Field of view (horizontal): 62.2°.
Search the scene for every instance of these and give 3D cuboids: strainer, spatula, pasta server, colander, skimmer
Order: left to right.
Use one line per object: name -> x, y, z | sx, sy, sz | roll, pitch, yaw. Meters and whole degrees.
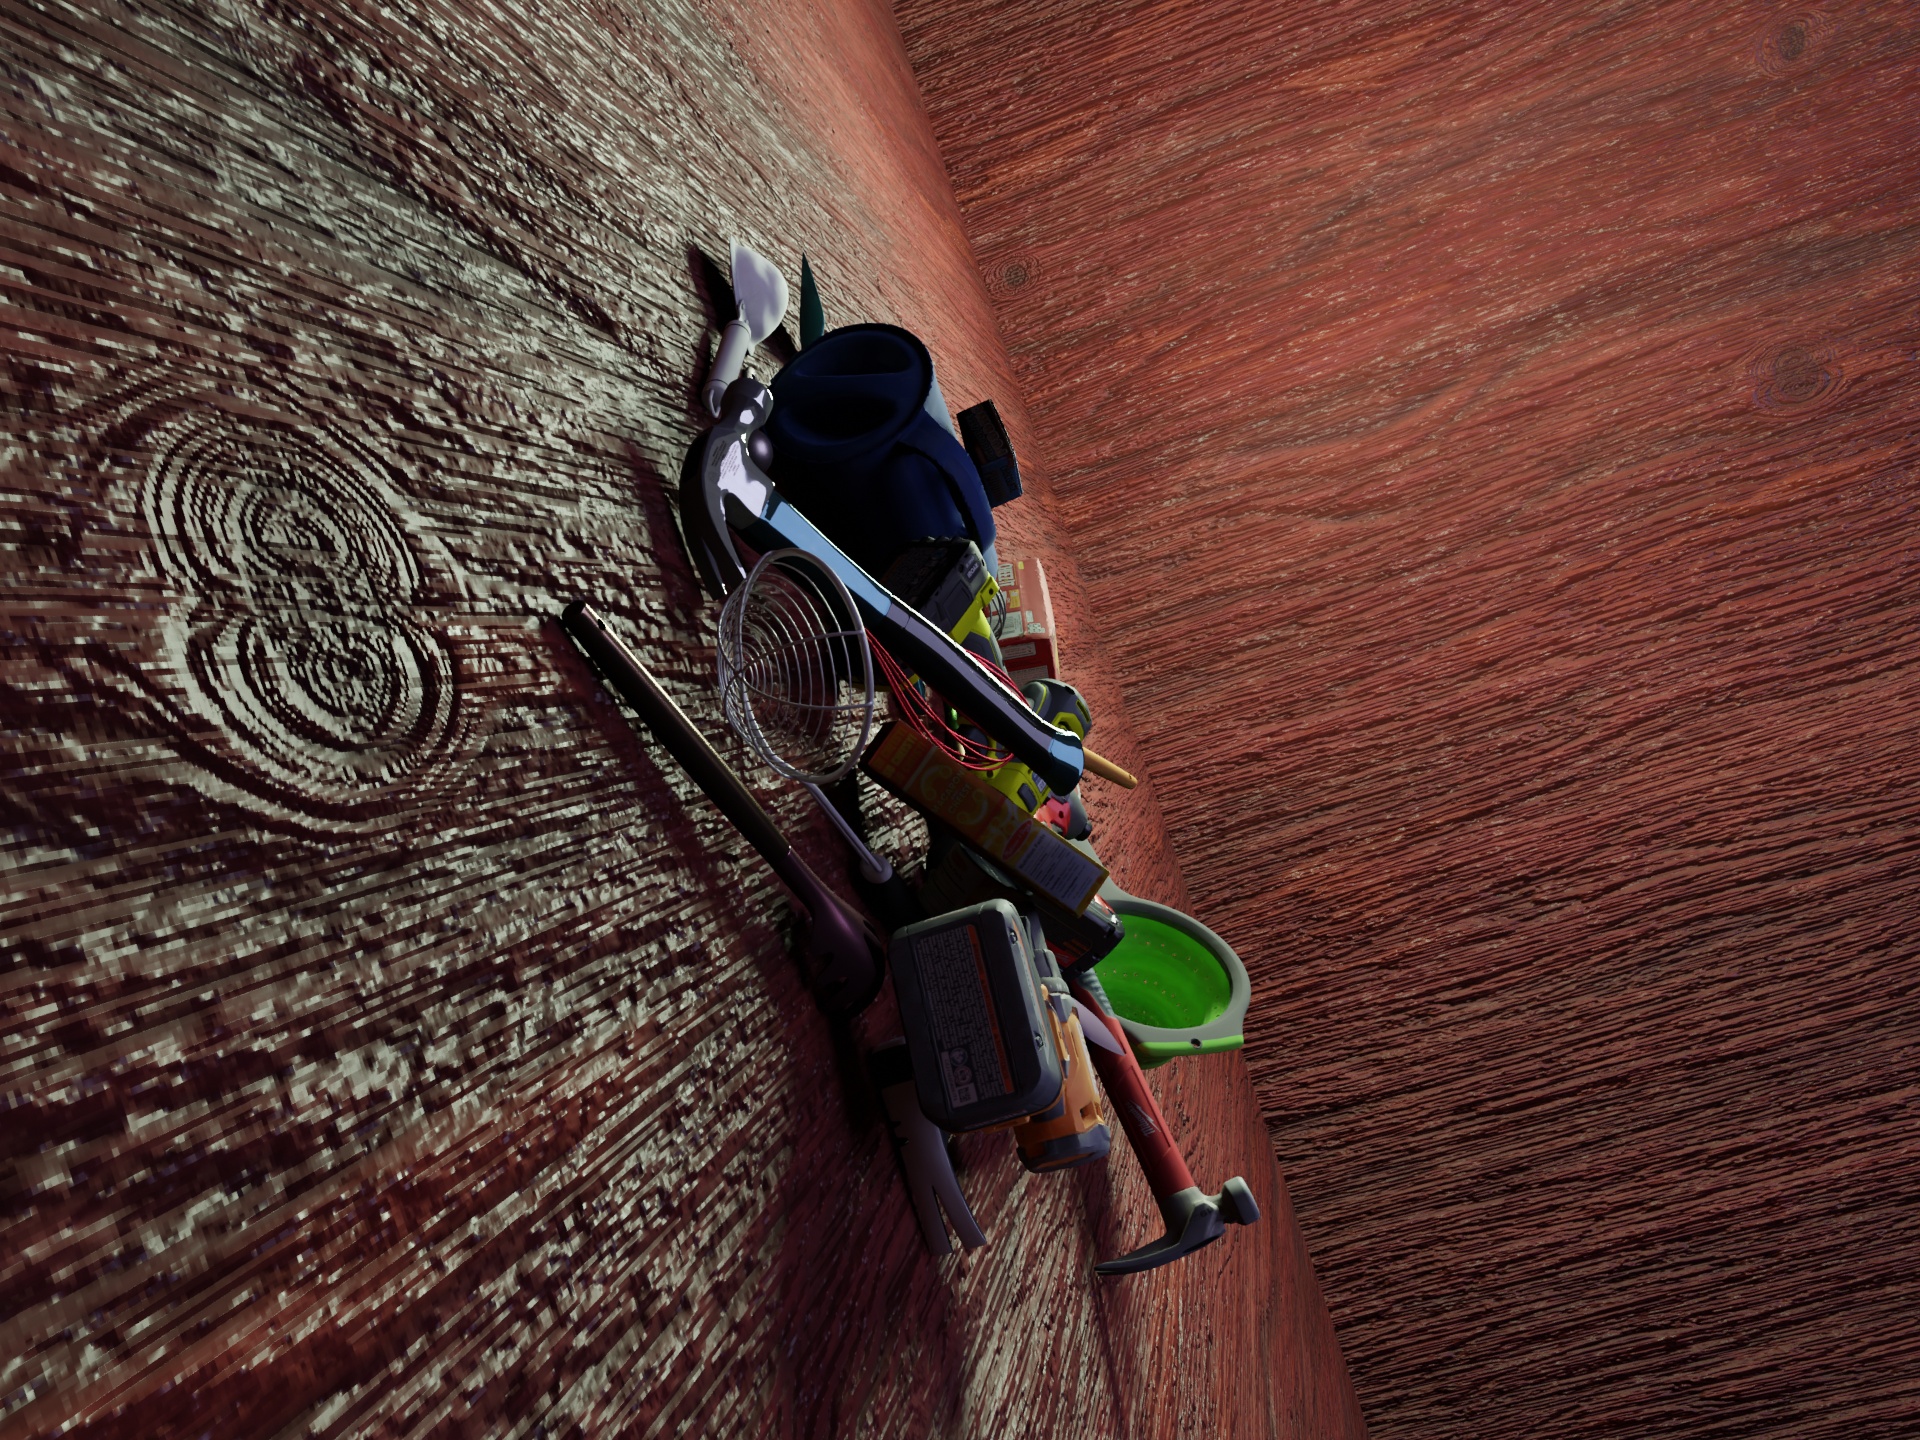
pasta server -> -0.114, 0.054, 0.813 | 0.060, 0.040, 0.315 | -96, 160, -47
strainer -> -0.153, -0.273, 1.115 | 0.259, 0.050, 0.086 | -87, 171, -53
spatula -> -0.089, -0.272, 1.407 | 0.317, 0.044, 0.082 | 56, 13, -56
skimmer -> -0.050, 0.042, 0.962 | 0.127, 0.090, 0.362 | 40, -12, 36
spatula -> 0.059, 0.216, 1.247 | 0.060, 0.018, 0.315 | 52, 8, 33
spatula -> 0.077, 0.008, 1.429 | 0.322, 0.041, 0.081 | 27, 41, -47
colander -> 0.143, 0.223, 1.595 | 0.398, 0.204, 0.094 | -119, -144, -51

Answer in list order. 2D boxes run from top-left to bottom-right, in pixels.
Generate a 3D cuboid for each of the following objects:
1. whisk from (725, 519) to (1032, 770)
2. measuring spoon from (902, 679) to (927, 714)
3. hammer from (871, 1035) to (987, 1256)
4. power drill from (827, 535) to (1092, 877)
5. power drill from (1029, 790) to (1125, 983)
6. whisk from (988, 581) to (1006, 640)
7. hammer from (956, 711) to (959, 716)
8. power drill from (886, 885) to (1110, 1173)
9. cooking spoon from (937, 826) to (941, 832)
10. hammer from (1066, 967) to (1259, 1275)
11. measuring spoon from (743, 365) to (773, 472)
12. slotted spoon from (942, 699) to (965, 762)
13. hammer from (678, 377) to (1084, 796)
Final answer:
whisk -> -0.053, -0.057, 1.037 | 0.295, 0.073, 0.073 | 41, 26, -29
measuring spoon -> -0.041, -0.030, 1.332 | 0.129, 0.021, 0.042 | -97, 175, -80
hammer -> 0.026, 0.252, 1.073 | 0.336, 0.034, 0.127 | 7, 65, -73
power drill -> -0.002, -0.004, 1.185 | 0.191, 0.080, 0.228 | -54, 130, -29
power drill -> 0.069, 0.113, 1.367 | 0.143, 0.078, 0.220 | 36, 26, -26
whisk -> -0.022, -0.171, 1.391 | 0.239, 0.055, 0.055 | 64, 12, -11
hammer -> -0.047, -0.141, 1.420 | 0.146, 0.035, 0.334 | -91, 159, -55
power drill -> 0.027, 0.172, 0.965 | 0.226, 0.084, 0.185 | 51, 23, -64
cooking spoon -> 0.005, 0.158, 1.230 | 0.068, 0.017, 0.319 | 40, 31, -47
hammer -> 0.112, 0.285, 1.397 | 0.038, 0.143, 0.387 | 68, -3, -58
measuring spoon -> -0.142, -0.217, 1.122 | 0.124, 0.018, 0.034 | -98, 164, -46
slotted spoon -> -0.003, 0.032, 1.297 | 0.070, 0.031, 0.314 | 72, 7, -56
hammer -> -0.039, -0.061, 0.985 | 0.330, 0.033, 0.128 | 40, 51, -26
